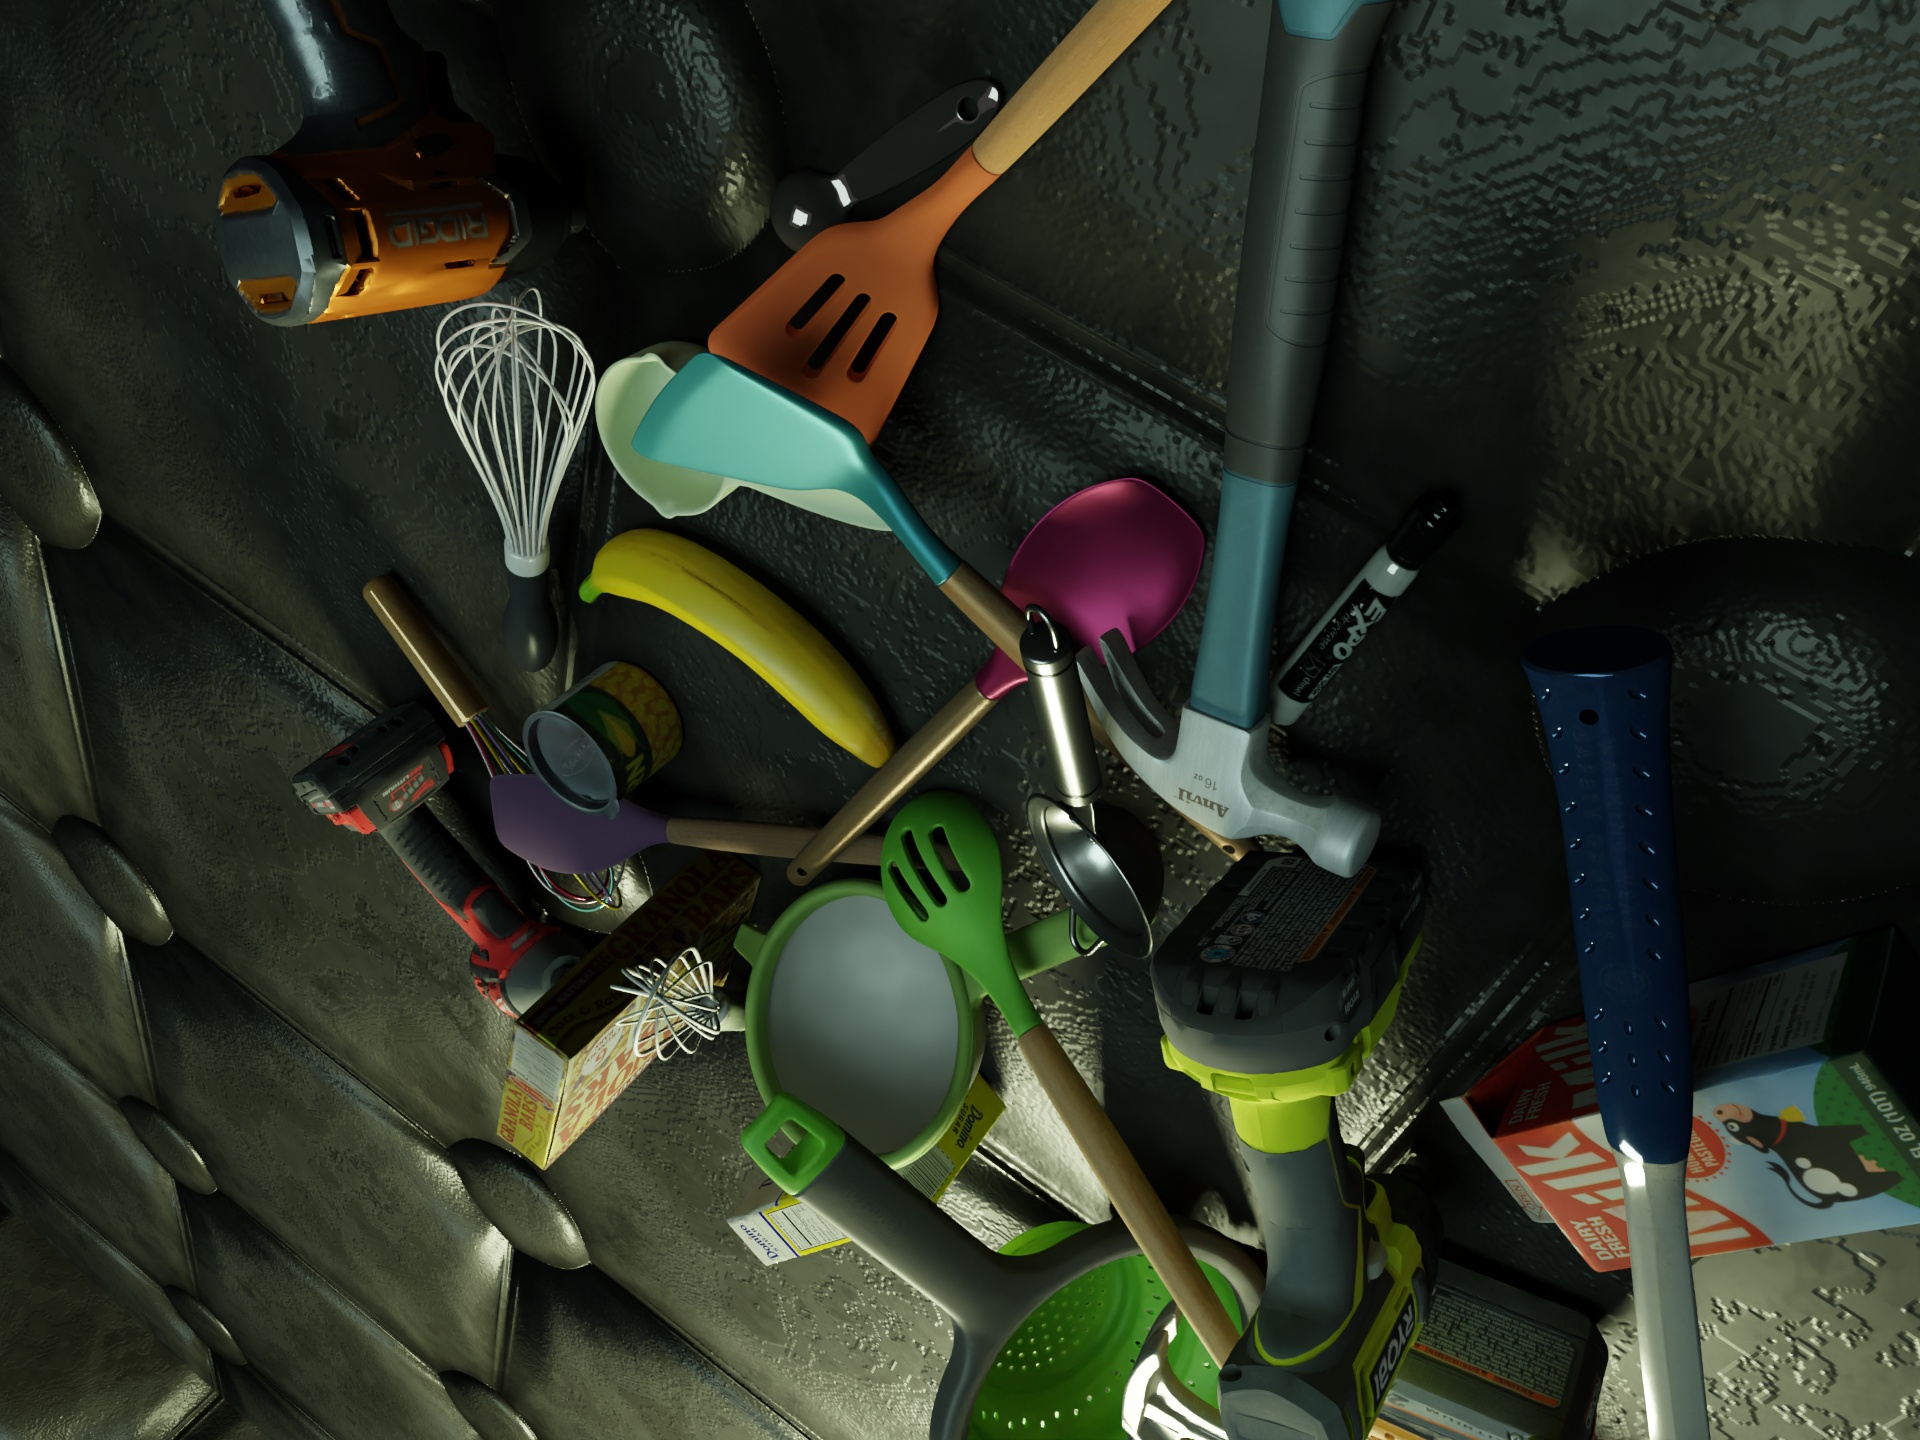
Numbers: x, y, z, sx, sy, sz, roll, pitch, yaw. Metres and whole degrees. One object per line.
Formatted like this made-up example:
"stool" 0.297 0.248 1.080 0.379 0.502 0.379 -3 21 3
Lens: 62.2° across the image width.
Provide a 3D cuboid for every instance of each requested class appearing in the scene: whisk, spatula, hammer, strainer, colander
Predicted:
"whisk" -0.139 0.156 0.869 0.058 0.059 0.246 24 171 7
"whisk" -0.215 -0.103 0.789 0.070 0.070 0.284 36 149 10
"spatula" -0.136 0.064 0.871 0.316 0.018 0.059 2 105 27
"hammer" 0.247 0.157 0.553 0.144 0.035 0.405 4 120 38
"strainer" 0.002 0.138 0.822 0.256 0.069 0.152 -28 71 28
"spatula" 0.023 -0.207 0.556 0.081 0.041 0.322 33 139 -21
"whisk" -0.280 0.016 0.960 0.051 0.047 0.245 -34 94 34
"strainer" 0.051 0.029 0.644 0.087 0.050 0.258 46 167 30
"hammer" 0.243 0.375 0.712 0.359 0.037 0.149 20 139 19
"spatula" 0.009 -0.036 0.656 0.317 0.044 0.082 42 145 -12
"colander" 0.016 0.292 0.829 0.396 0.204 0.095 47 173 -29
"hammer" 0.109 -0.100 0.559 0.128 0.033 0.330 23 128 29

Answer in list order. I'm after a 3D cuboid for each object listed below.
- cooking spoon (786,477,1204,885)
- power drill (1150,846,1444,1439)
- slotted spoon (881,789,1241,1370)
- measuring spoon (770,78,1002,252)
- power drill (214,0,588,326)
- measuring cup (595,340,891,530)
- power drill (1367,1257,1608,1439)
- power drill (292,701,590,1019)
"cooking spoon" -0.001 -0.002 0.727 0.068 0.017 0.318 39 132 -7
"power drill" 0.153 0.173 0.663 0.080 0.171 0.223 2 114 34
"slotted spoon" 0.048 0.165 0.735 0.070 0.031 0.314 -40 69 21
"measuring spoon" -0.033 -0.212 0.611 0.124 0.018 0.034 -16 110 43
"power drill" -0.227 -0.280 0.628 0.084 0.164 0.226 6 112 34
"measuring cup" -0.087 -0.120 0.710 0.168 0.038 0.083 21 132 21
"power drill" 0.261 0.374 0.785 0.185 0.084 0.226 16 133 25
"power drill" -0.314 0.099 1.003 0.219 0.078 0.143 56 153 -16
